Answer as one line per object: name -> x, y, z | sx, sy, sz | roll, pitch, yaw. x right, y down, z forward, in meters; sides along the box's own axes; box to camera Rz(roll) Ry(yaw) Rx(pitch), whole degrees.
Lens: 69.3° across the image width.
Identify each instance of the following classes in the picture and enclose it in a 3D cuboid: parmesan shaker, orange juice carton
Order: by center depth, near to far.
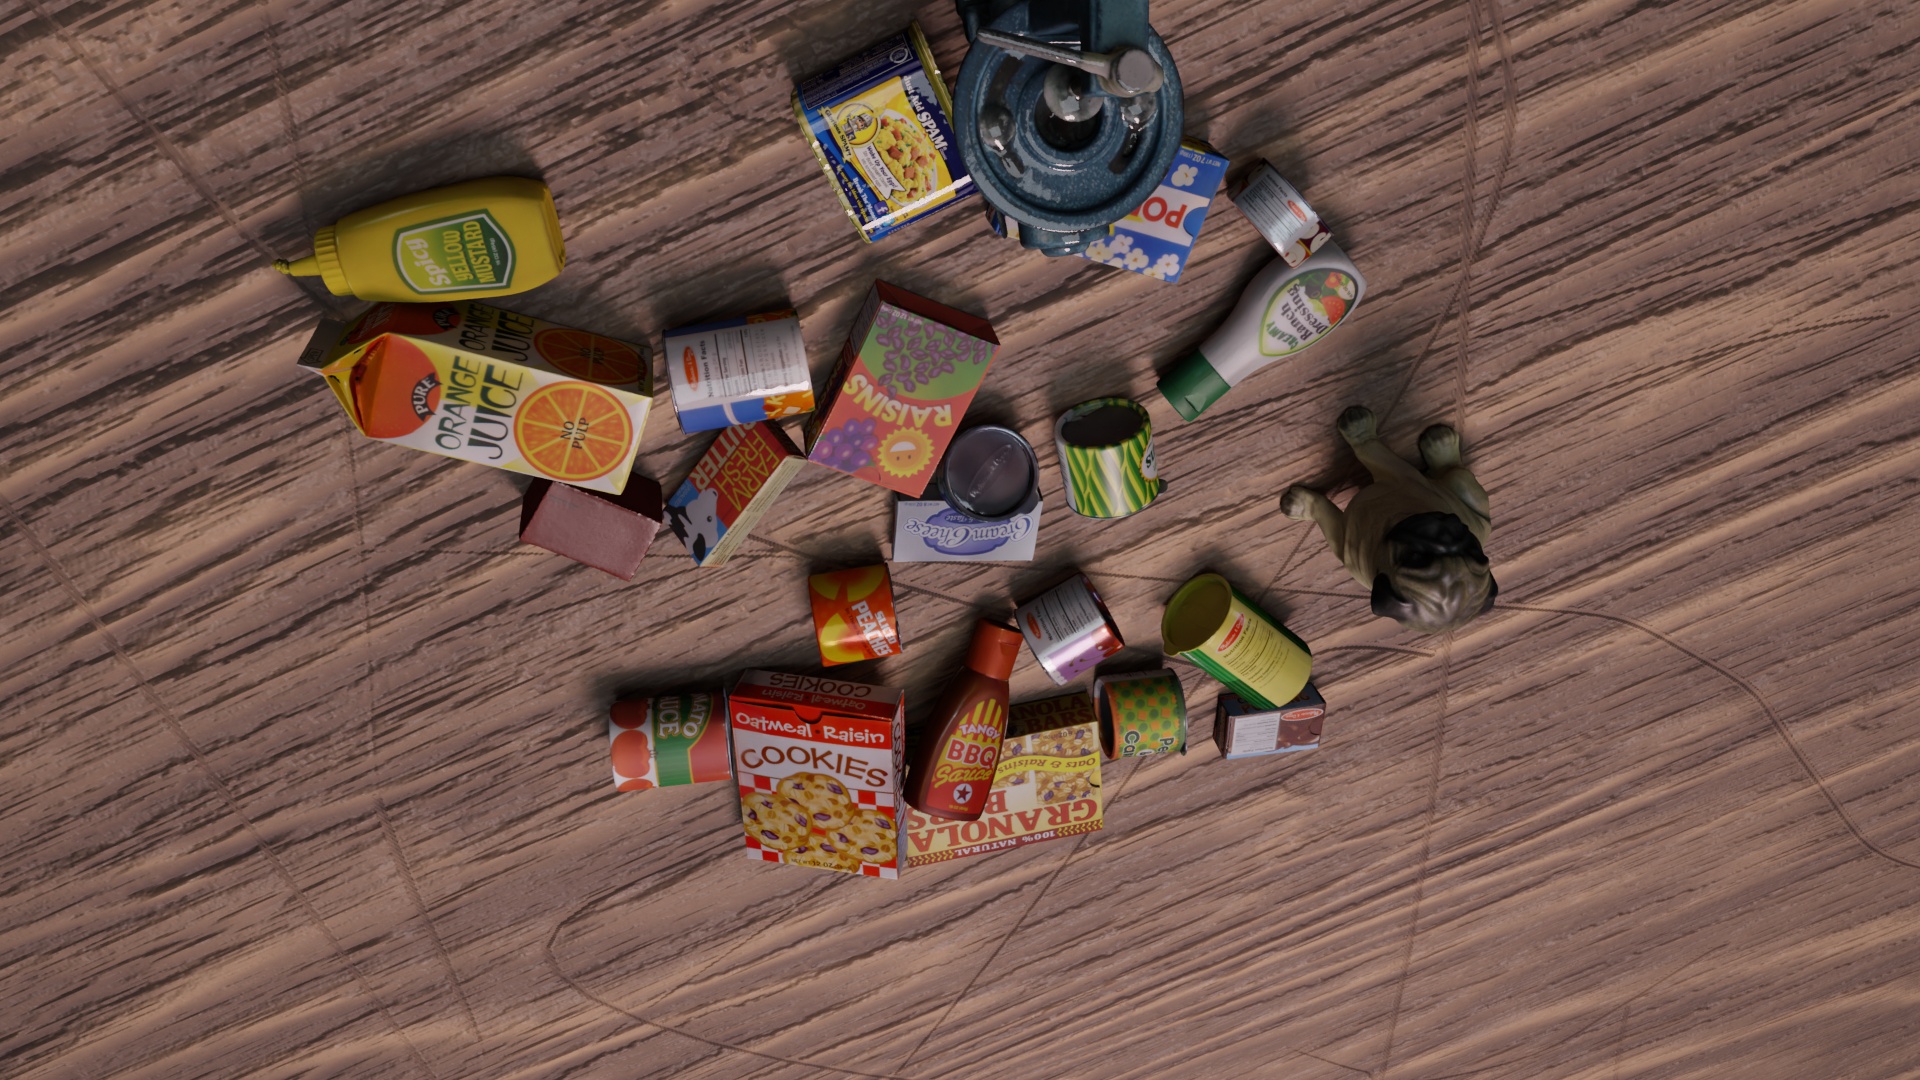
orange juice carton -> -0.288, -0.095, 0.834 | 0.193, 0.072, 0.072 | 13, 119, -20
parmesan shaker -> 0.210, 0.081, 1.061 | 0.103, 0.071, 0.071 | 35, 110, -30

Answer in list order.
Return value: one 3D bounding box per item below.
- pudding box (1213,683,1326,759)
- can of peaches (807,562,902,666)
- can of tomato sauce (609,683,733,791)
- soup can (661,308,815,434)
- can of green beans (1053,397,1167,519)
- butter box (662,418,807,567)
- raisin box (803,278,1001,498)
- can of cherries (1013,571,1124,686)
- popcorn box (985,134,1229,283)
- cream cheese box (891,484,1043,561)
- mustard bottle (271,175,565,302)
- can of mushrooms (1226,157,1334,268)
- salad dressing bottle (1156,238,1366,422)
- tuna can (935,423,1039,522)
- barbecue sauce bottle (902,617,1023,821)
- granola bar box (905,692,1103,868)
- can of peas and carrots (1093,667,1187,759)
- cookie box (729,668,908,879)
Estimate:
pudding box -> 0.253, 0.149, 1.139 | 0.084, 0.030, 0.049 | -7, 123, -8
can of peaches -> -0.074, 0.053, 0.979 | 0.058, 0.071, 0.071 | -9, 125, -5
can of tomato sauce -> -0.210, 0.144, 1.013 | 0.083, 0.071, 0.070 | -5, 124, -8
soup can -> -0.137, -0.105, 0.866 | 0.084, 0.071, 0.071 | -11, 125, -6
can of green beans -> 0.100, -0.057, 0.947 | 0.071, 0.071, 0.057 | -15, 125, -2
butter box -> -0.150, -0.036, 0.914 | 0.103, 0.053, 0.024 | -49, 157, 20
raisin box -> -0.040, -0.097, 0.906 | 0.086, 0.040, 0.122 | 18, 118, -23
can of cherries -> 0.081, 0.065, 1.026 | 0.058, 0.072, 0.071 | -32, 124, 9
popcorn box -> 0.089, -0.217, 0.855 | 0.127, 0.038, 0.084 | 11, 119, -19
cream cheese box -> 0.004, -0.012, 0.981 | 0.104, 0.024, 0.053 | -1, 124, -12
mustard bottle -> -0.312, -0.166, 0.795 | 0.160, 0.049, 0.065 | -11, 123, -5
can of mushrooms -> 0.201, -0.205, 0.873 | 0.033, 0.071, 0.071 | -43, 121, 17
salad dressing bottle -> 0.199, -0.139, 0.927 | 0.147, 0.044, 0.064 | -40, 125, 15
tuna can -> 0.020, -0.044, 0.941 | 0.071, 0.033, 0.071 | -1, 93, -12
barbecue sauce bottle -> 0.007, 0.132, 1.036 | 0.065, 0.044, 0.148 | 17, 93, -31
granola bar box -> 0.030, 0.194, 1.114 | 0.166, 0.039, 0.123 | -10, 125, -5
can of peas and carrots -> 0.140, 0.137, 1.082 | 0.059, 0.071, 0.070 | -6, 124, -8
cookie box -> -0.104, 0.179, 1.051 | 0.123, 0.040, 0.166 | 6, 124, 9
